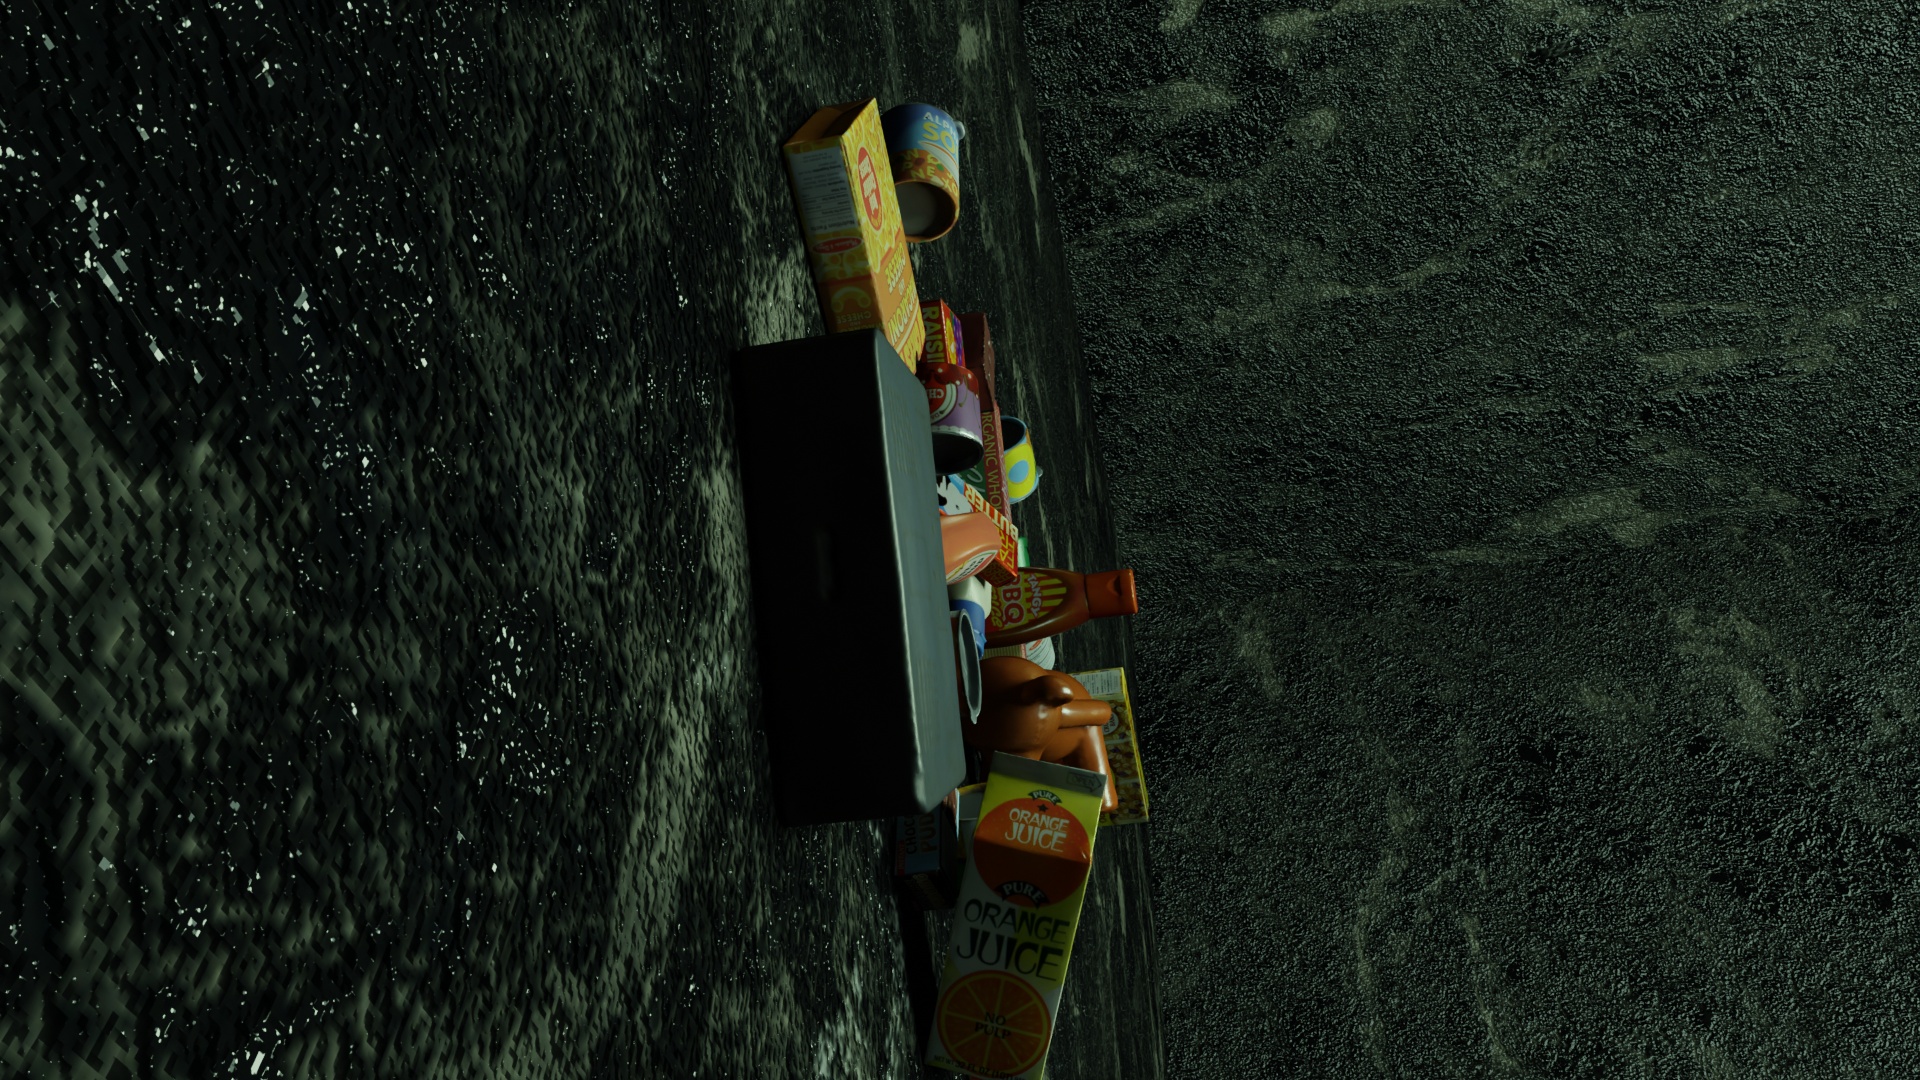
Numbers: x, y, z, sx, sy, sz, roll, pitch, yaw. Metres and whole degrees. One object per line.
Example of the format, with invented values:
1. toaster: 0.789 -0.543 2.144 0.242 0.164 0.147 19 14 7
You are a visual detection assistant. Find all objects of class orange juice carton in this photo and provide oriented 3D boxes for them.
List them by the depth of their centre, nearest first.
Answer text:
1. orange juice carton: 0.035 0.225 0.845 0.073 0.072 0.192 -46 148 -79

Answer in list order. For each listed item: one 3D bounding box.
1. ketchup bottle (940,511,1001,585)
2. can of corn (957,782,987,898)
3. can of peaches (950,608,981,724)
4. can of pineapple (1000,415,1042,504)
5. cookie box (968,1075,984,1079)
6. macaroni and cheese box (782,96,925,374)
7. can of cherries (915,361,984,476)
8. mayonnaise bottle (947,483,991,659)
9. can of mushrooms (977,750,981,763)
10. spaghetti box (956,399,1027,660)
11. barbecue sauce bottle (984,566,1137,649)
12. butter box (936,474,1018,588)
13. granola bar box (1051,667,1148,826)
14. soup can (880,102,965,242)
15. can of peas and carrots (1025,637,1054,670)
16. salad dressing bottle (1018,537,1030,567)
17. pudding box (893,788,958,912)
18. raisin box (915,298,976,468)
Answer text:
1. ketchup bottle: -0.022 0.009 0.909 0.043 0.064 0.149 60 17 7
2. can of corn: 0.016 0.204 0.952 0.071 0.071 0.058 -59 140 -75
3. can of peaches: -0.022 0.080 0.850 0.071 0.058 0.071 -9 92 -81
4. can of pineapple: 0.037 -0.075 1.286 0.071 0.071 0.057 -86 165 -51
5. cookie box: 0.033 0.332 1.018 0.168 0.040 0.122 -77 157 -65
6. macaroni and cheese box: -0.062 -0.183 0.879 0.124 0.040 0.165 -78 158 -62
7. can of cherries: -0.019 -0.086 0.978 0.071 0.071 0.058 63 22 -64
8. mayonnaise bottle: 0.001 0.028 1.079 0.064 0.041 0.149 61 23 -44
9. can of mushrooms: 0.032 0.156 1.179 0.071 0.033 0.071 -9 92 -80
10. spaghetti box: 0.019 -0.001 1.182 0.028 0.050 0.250 51 33 -75
11. barbecue sauce bottle: 0.066 0.050 1.118 0.043 0.148 0.065 63 21 -65
12. butter box: 0.004 -0.013 1.043 0.103 0.024 0.053 41 35 -32
13. granola bar box: 0.100 0.194 1.273 0.039 0.124 0.164 -85 164 -54
14. soup can: -0.031 -0.277 1.044 0.071 0.071 0.084 69 16 -54
15. can of peas and carrots: 0.045 0.087 1.220 0.058 0.071 0.071 73 13 -44
16. salad dressing bottle: 0.055 0.071 1.351 0.064 0.044 0.147 19 63 -78
17. pudding box: -0.020 0.180 0.860 0.049 0.030 0.084 71 15 -46
18. raisin box: -0.019 -0.119 1.086 0.086 0.040 0.123 16 67 -79
